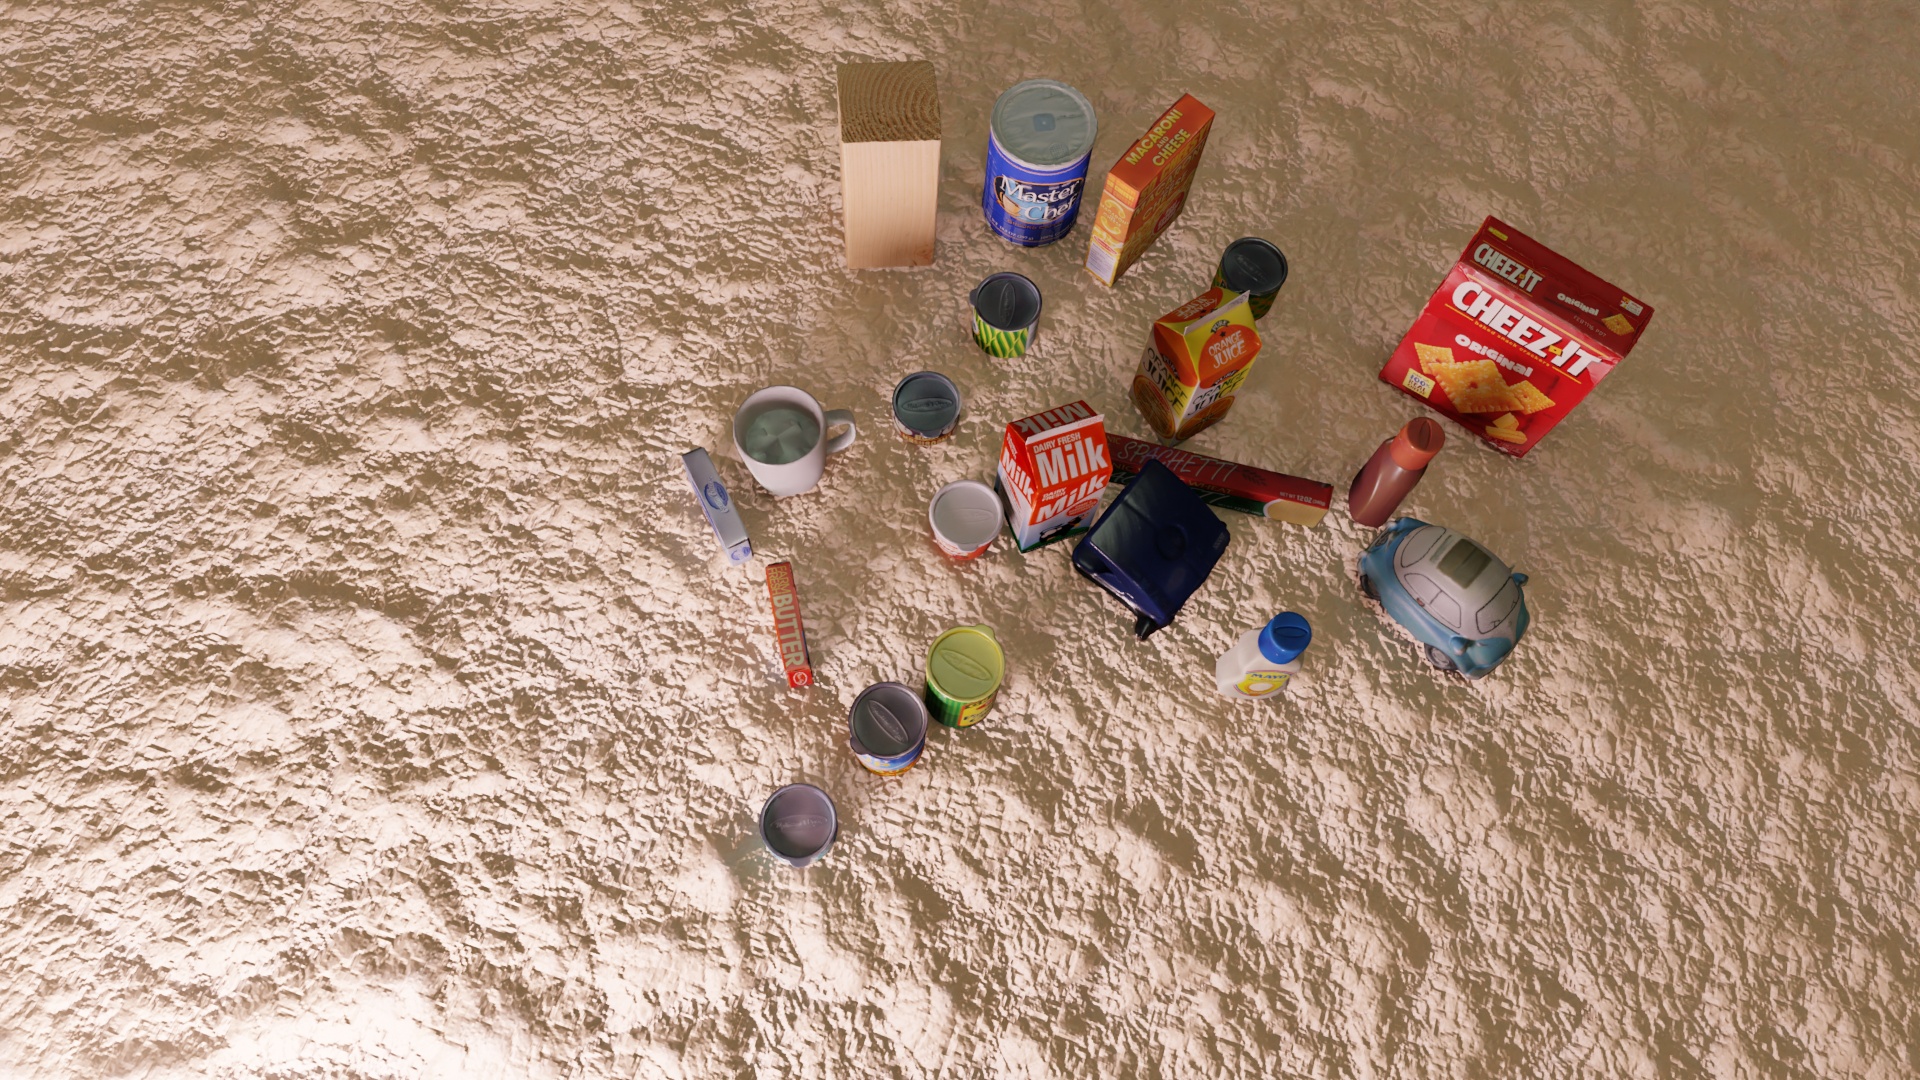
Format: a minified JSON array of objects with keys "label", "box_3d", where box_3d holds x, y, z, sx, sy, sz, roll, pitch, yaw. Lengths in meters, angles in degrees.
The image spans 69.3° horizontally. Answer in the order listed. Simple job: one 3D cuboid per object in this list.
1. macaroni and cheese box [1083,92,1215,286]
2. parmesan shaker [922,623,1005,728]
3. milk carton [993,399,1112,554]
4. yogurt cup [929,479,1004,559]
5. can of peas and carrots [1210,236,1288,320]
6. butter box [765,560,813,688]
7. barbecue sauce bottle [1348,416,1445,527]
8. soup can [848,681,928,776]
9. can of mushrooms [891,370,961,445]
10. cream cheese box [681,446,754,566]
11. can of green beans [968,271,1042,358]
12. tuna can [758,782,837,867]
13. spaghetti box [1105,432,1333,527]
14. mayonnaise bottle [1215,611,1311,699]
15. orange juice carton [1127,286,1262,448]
[{"label":"macaroni and cheese box","box_3d":[0.182,-0.340,1.358,0.040,0.166,0.124,39,72,11]},{"label":"parmesan shaker","box_3d":[0.004,0.118,1.204,0.071,0.102,0.071,1,69,-3]},{"label":"milk carton","box_3d":[0.082,-0.062,1.232,0.072,0.189,0.073,-19,71,-10]},{"label":"yogurt cup","box_3d":[0.005,-0.016,1.283,0.072,0.053,0.072,1,69,-3]},{"label":"can of peas and carrots","box_3d":[0.286,-0.258,1.390,0.071,0.058,0.071,1,69,-3]},{"label":"butter box","box_3d":[-0.153,0.075,1.239,0.024,0.053,0.104,-11,70,-7]},{"label":"barbecue sauce bottle","box_3d":[0.399,-0.066,1.273,0.044,0.148,0.065,15,69,3]},{"label":"soup can","box_3d":[-0.064,0.165,1.193,0.071,0.083,0.071,1,69,-3]},{"label":"can of mushrooms","box_3d":[-0.033,-0.124,1.334,0.071,0.033,0.071,1,69,-3]},{"label":"cream cheese box","box_3d":[-0.223,-0.031,1.276,0.024,0.053,0.104,-25,72,-12]},{"label":"can of green beans","box_3d":[0.045,-0.220,1.363,0.071,0.057,0.071,1,69,-3]},{"label":"tuna can","box_3d":[-0.137,0.245,1.185,0.071,0.032,0.071,1,69,-3]},{"label":"spaghetti box","box_3d":[0.222,-0.060,1.314,0.250,0.050,0.029,13,69,2]},{"label":"mayonnaise bottle","box_3d":[0.265,0.101,1.201,0.065,0.147,0.041,3,69,-2]},{"label":"orange juice carton","box_3d":[0.216,-0.165,1.278,0.072,0.192,0.073,-30,73,-13]}]
